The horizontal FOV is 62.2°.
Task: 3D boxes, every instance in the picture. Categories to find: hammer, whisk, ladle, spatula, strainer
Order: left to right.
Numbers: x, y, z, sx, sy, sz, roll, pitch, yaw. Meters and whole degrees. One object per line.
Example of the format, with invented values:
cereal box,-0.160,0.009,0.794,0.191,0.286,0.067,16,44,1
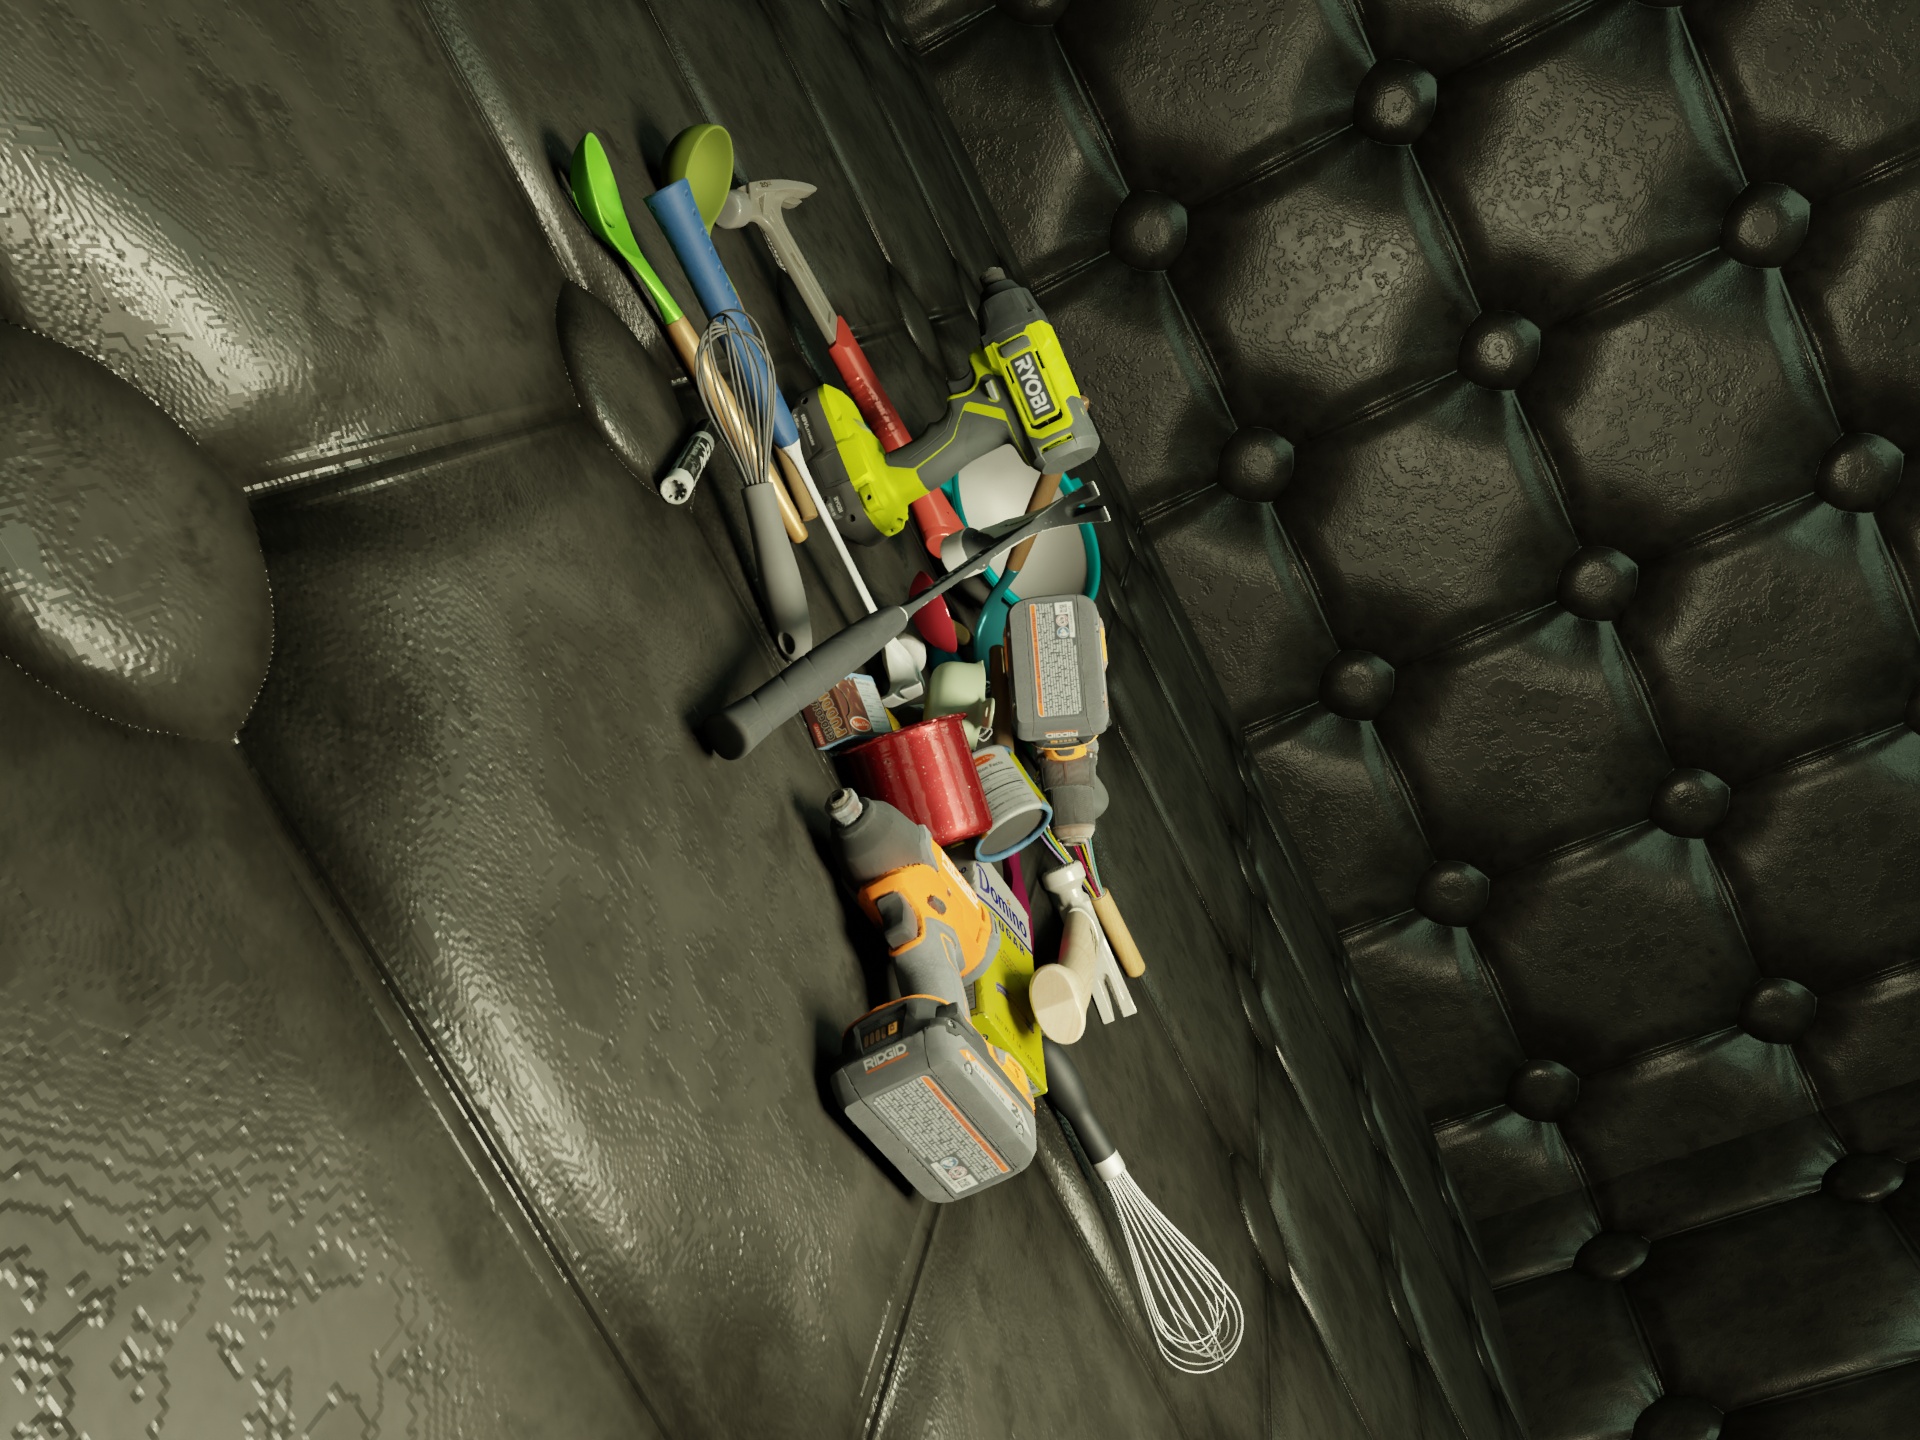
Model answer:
ladle,-0.160,-0.309,1.232,0.078,0.062,0.320,-1,71,-77
whisk,-0.132,-0.155,1.059,0.055,0.055,0.239,-30,108,-75
hammer,-0.118,-0.189,1.146,0.144,0.035,0.405,-97,163,-70
hammer,-0.089,-0.310,1.402,0.359,0.036,0.149,60,30,-5
hammer,-0.035,-0.070,1.038,0.409,0.149,0.036,-41,108,-53
ladle,-0.009,-0.080,1.364,0.315,0.031,0.069,13,53,-84
strainer,-0.010,-0.198,1.531,0.340,0.095,0.211,23,54,-38
whisk,-0.002,-0.004,1.329,0.058,0.059,0.246,31,13,15
spatula,0.064,-0.149,1.397,0.044,0.317,0.082,38,46,16
hammer,0.093,0.201,1.233,0.410,0.038,0.146,-8,76,-83
whisk,0.125,0.147,1.524,0.047,0.051,0.244,-94,158,-65
whisk,0.125,0.361,1.191,0.284,0.070,0.070,60,16,-1

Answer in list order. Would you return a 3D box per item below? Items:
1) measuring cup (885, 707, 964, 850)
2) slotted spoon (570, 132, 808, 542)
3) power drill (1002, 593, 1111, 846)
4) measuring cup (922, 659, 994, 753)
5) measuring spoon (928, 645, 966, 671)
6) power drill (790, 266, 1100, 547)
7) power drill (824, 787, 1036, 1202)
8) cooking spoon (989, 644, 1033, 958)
measuring cup,-0.038,0.037,1.194,0.156,0.029,0.062,50,18,-10
slotted spoon,-0.188,-0.257,1.114,0.313,0.031,0.070,61,13,-25
power drill,0.087,0.003,1.370,0.226,0.084,0.185,70,16,-75
measuring cup,-0.002,-0.007,1.144,0.167,0.038,0.083,175,-77,-84
measuring spoon,-0.011,-0.052,1.424,0.042,0.021,0.128,56,7,-1
power drill,-0.018,-0.251,1.295,0.171,0.223,0.080,68,15,8
power drill,-0.029,0.149,0.943,0.164,0.084,0.227,55,15,-33
cooking spoon,0.038,0.079,1.288,0.068,0.017,0.319,53,30,-58
